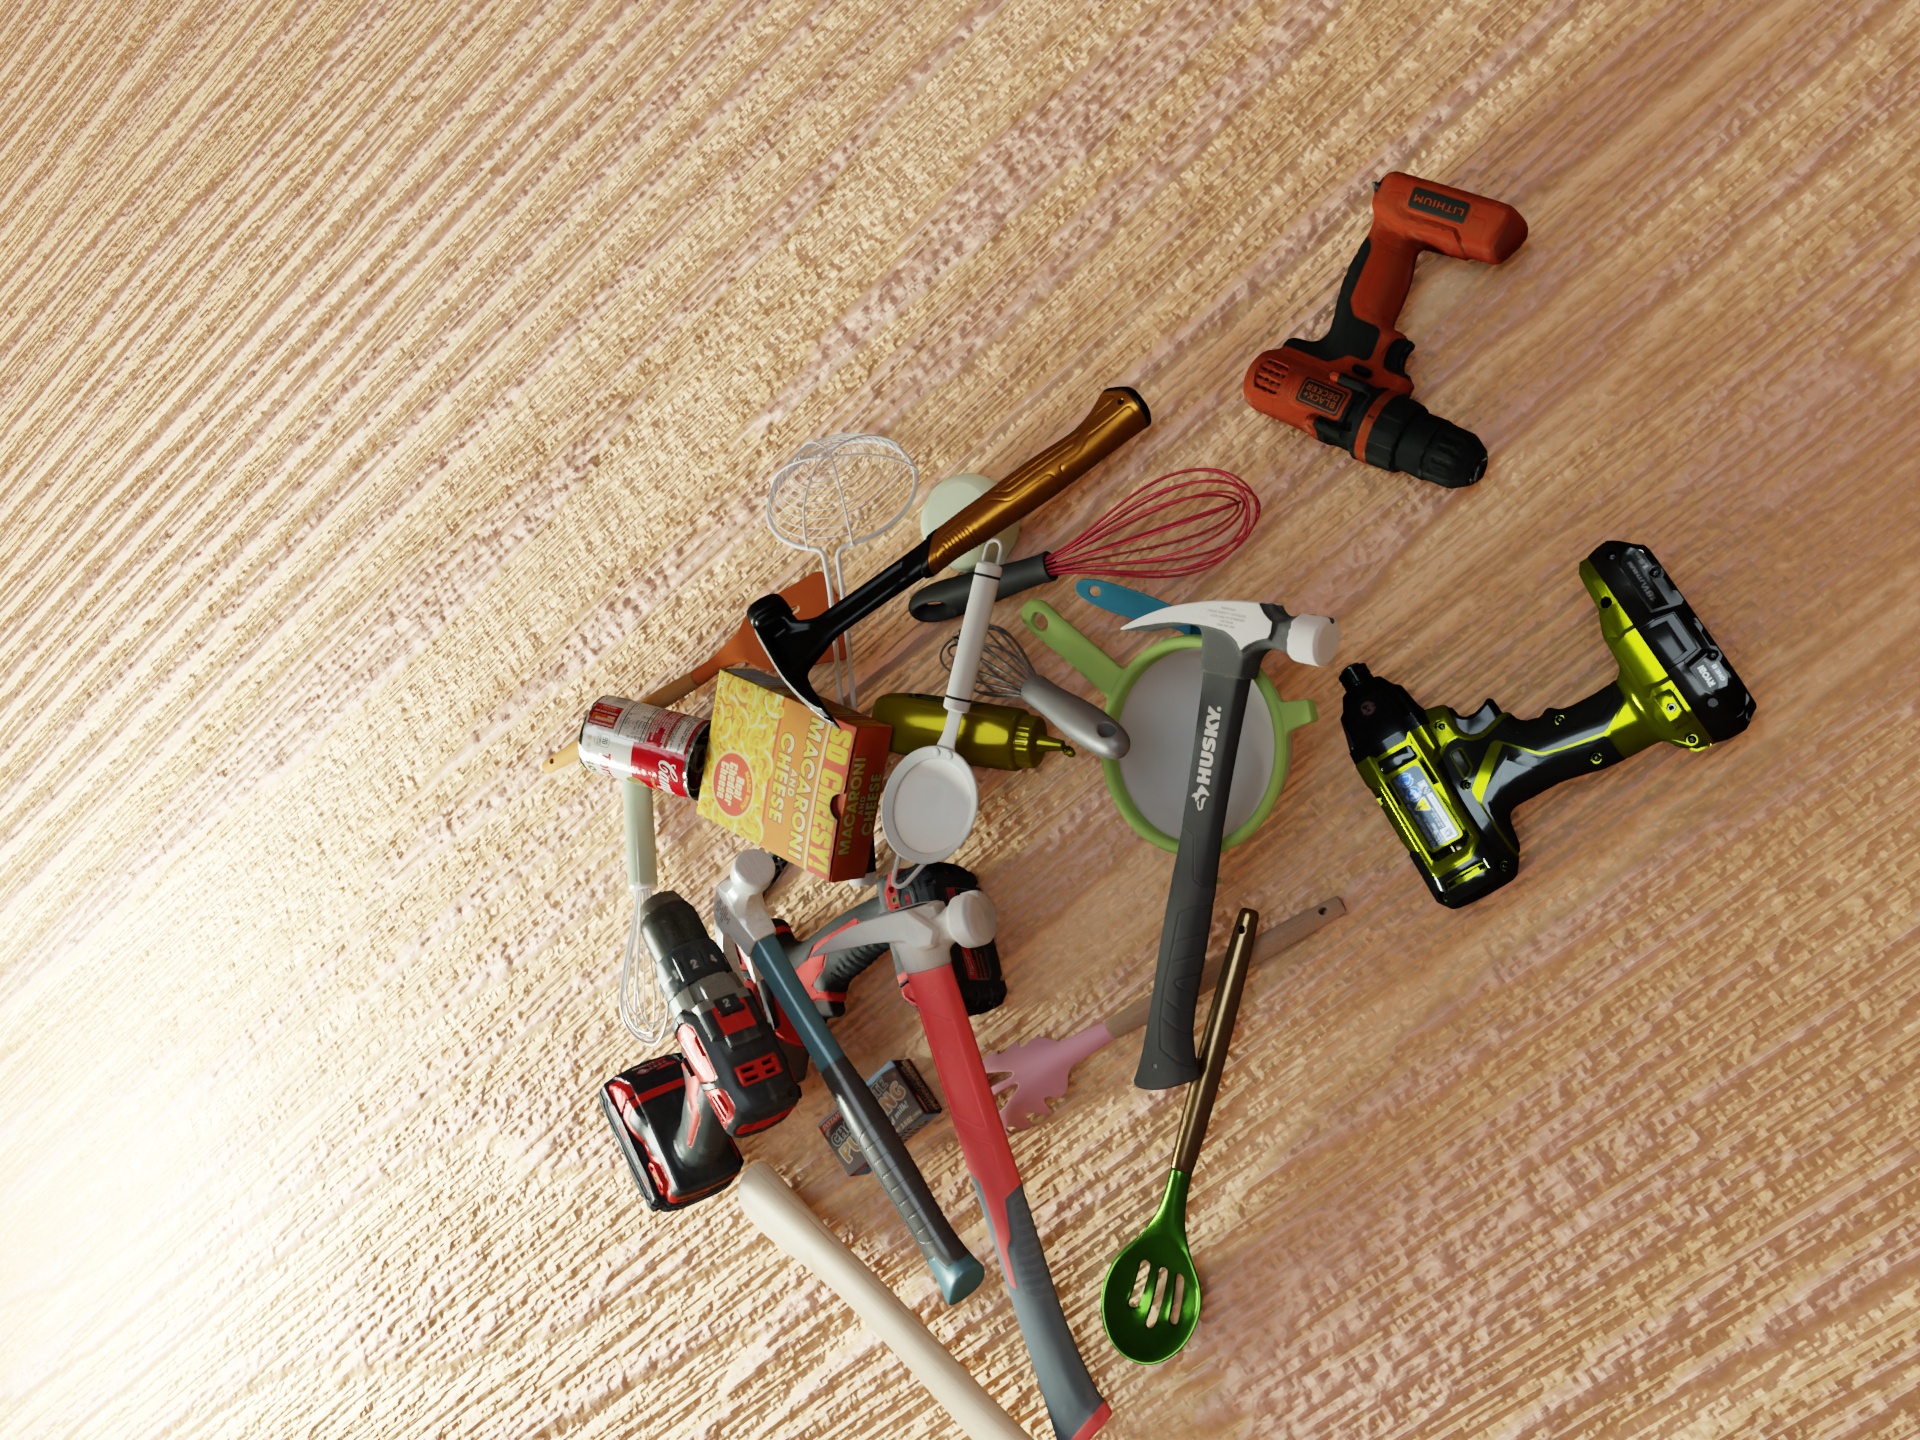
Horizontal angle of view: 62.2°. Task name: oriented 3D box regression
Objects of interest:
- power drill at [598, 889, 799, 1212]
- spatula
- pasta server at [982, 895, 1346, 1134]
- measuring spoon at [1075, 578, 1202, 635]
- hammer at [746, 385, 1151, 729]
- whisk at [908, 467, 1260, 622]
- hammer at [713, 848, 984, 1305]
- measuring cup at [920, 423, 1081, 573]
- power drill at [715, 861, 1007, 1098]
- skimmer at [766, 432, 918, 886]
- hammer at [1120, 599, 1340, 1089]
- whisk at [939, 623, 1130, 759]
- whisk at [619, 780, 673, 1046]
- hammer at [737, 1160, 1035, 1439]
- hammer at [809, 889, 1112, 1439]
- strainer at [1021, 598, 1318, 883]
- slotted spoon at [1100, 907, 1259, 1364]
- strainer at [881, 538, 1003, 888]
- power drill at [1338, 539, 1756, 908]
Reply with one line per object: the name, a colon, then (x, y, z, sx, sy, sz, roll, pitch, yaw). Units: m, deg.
power drill: (-0.206, 0.250, 1.192, 0.188, 0.080, 0.226, 58, 143, 23)
spatula: (-0.235, -0.024, 1.352, 0.322, 0.041, 0.081, -28, 72, 26)
pasta server: (0.131, 0.205, 1.118, 0.316, 0.040, 0.060, -32, 68, 15)
measuring spoon: (0.145, -0.080, 1.144, 0.129, 0.021, 0.042, 20, 112, 14)
hammer: (0.002, -0.133, 1.178, 0.337, 0.034, 0.127, -36, 55, 1)
whisk: (0.084, -0.119, 1.178, 0.296, 0.073, 0.073, -15, 75, 31)
hammer: (-0.082, 0.252, 1.110, 0.331, 0.033, 0.128, 56, 148, 17)
measuring cup: (0.038, -0.181, 1.222, 0.167, 0.038, 0.083, -38, 66, 20)
power drill: (-0.083, 0.199, 1.205, 0.219, 0.078, 0.143, -23, 71, 26)
skimmer: (-0.084, -0.053, 1.271, 0.127, 0.090, 0.363, -5, 89, 13)
hammer: (0.153, 0.084, 1.048, 0.146, 0.035, 0.334, 15, 101, 41)
whisk: (0.051, -0.021, 1.136, 0.055, 0.055, 0.239, -62, 34, 6)
whisk: (-0.264, 0.148, 1.325, 0.059, 0.057, 0.246, -28, 62, 47)
hammer: (-0.018, 0.447, 1.119, 0.411, 0.038, 0.146, 36, 133, 31)
hammer: (0.011, 0.316, 1.100, 0.143, 0.038, 0.386, -18, 89, 32)
strainer: (0.143, -0.013, 1.127, 0.257, 0.069, 0.151, 43, 118, 35)
slotted spoon: (0.159, 0.280, 1.077, 0.070, 0.031, 0.314, 15, 92, 28)
strainer: (-0.002, -0.004, 1.142, 0.087, 0.050, 0.258, 17, 96, 37)
power drill: (0.359, -0.007, 1.005, 0.223, 0.080, 0.171, -35, 67, 22)
